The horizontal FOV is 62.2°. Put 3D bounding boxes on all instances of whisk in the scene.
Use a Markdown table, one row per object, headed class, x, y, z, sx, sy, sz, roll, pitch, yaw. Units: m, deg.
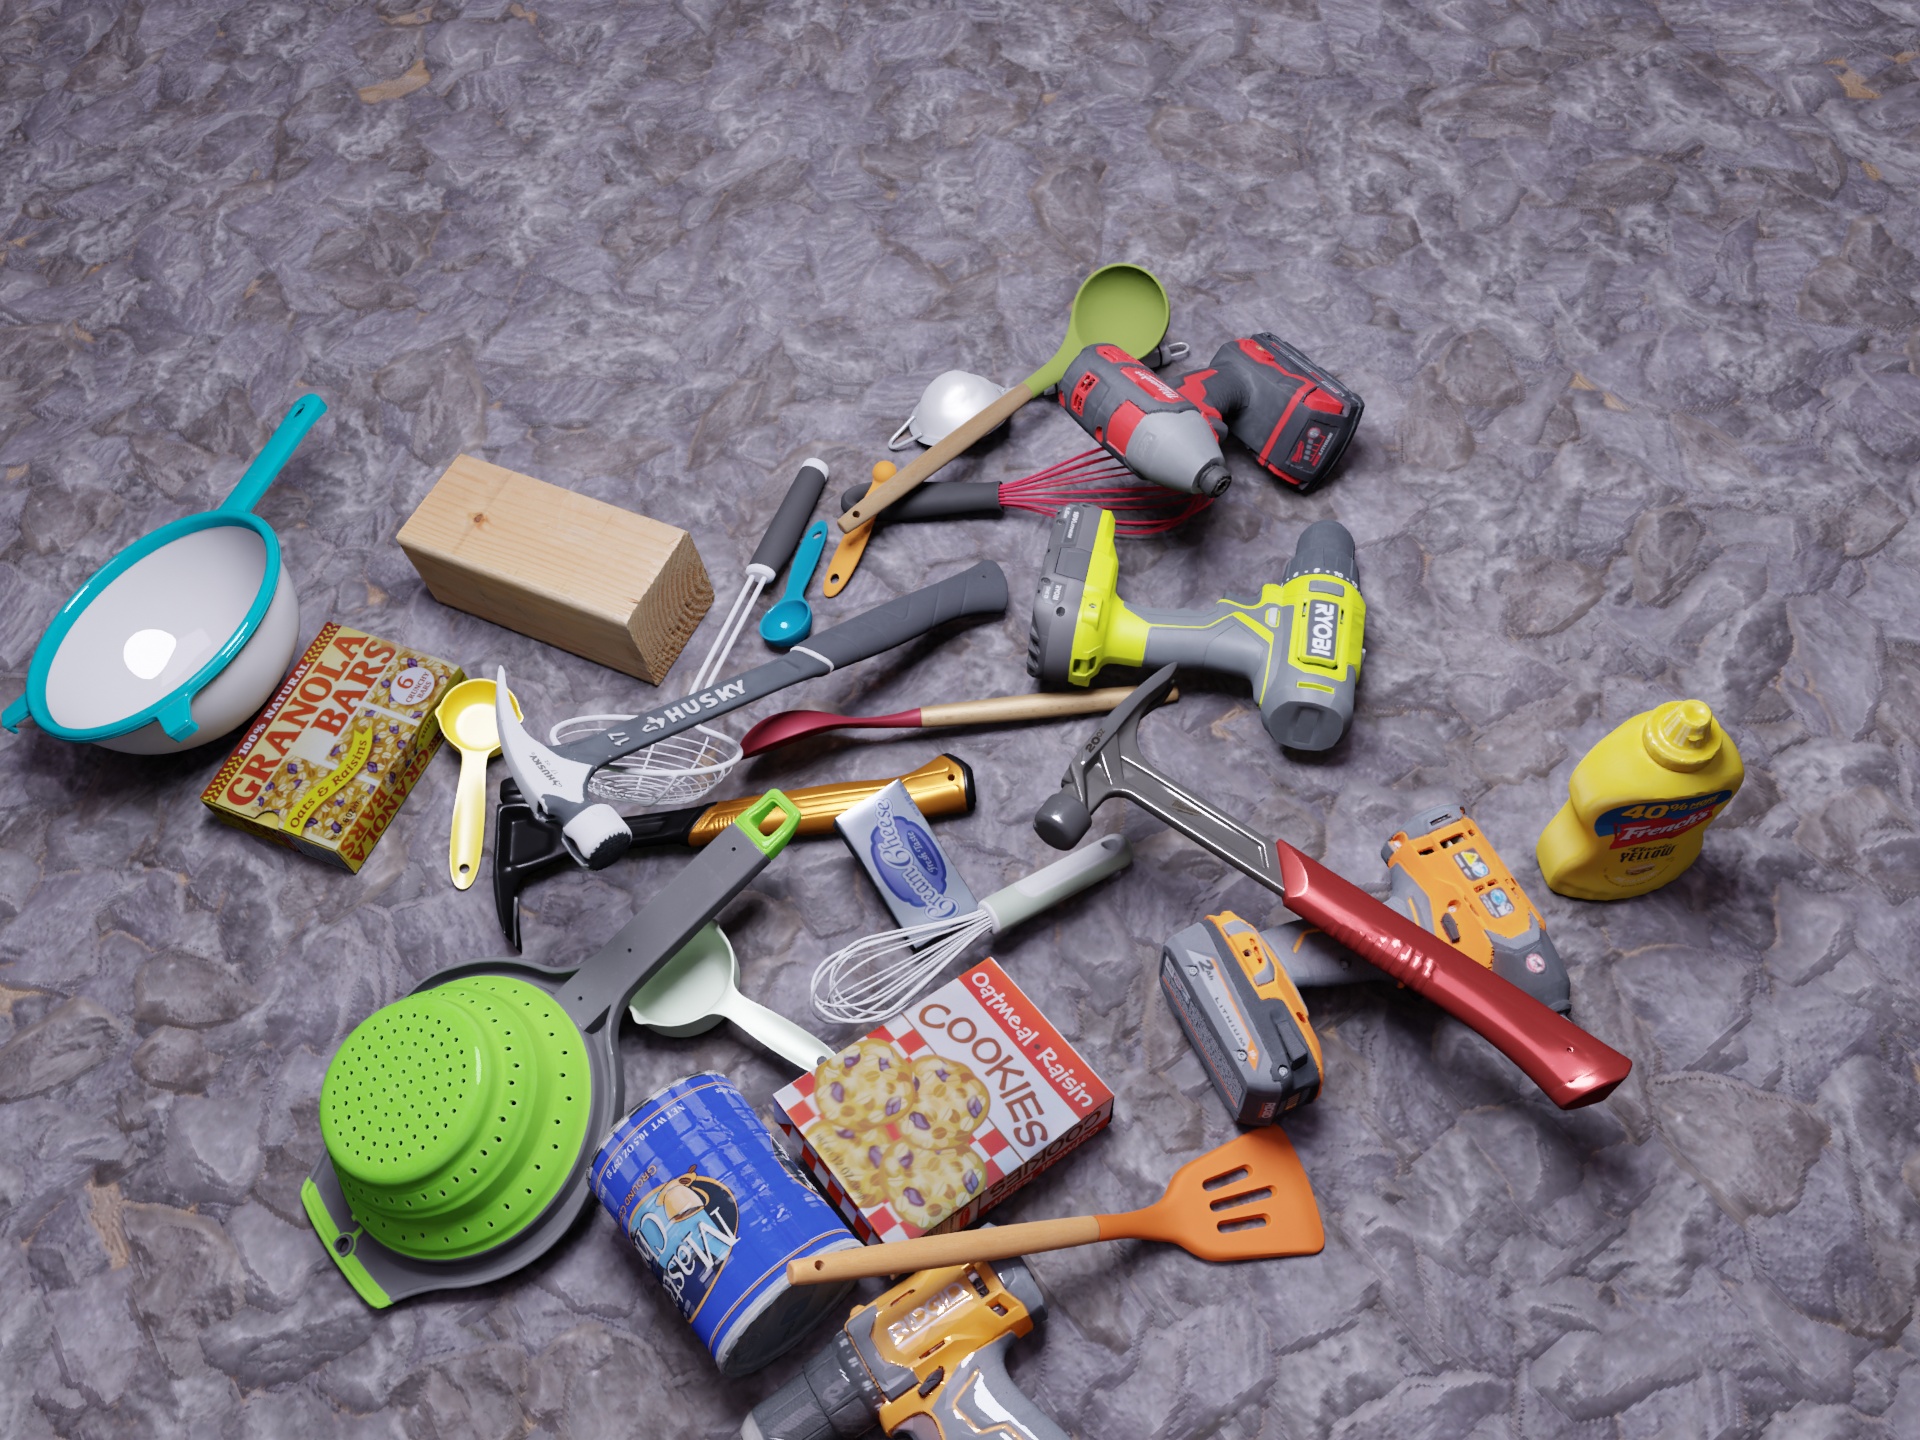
| class | x | y | z | sx | sy | sz | roll | pitch | yaw |
| --- | --- | --- | --- | --- | --- | --- | --- | --- | --- |
| whisk | 0.011 | 0.129 | 1.020 | 0.246 | 0.059 | 0.058 | -25 | 41 | -24 |
| whisk | 0.050 | -0.173 | 1.214 | 0.296 | 0.073 | 0.073 | -1 | 59 | 14 |

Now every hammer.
| class | x | y | z | sx | sy | sz | roll | pitch | yaw |
| --- | --- | --- | --- | --- | --- | --- | --- | --- | --- |
| hammer | 0.227 | 0.104 | 0.944 | 0.359 | 0.036 | 0.149 | 33 | 60 | 19 |
| hammer | -0.120 | -0.036 | 1.071 | 0.409 | 0.036 | 0.149 | -26 | 61 | -37 |
| hammer | -0.156 | 0.075 | 1.099 | 0.337 | 0.034 | 0.127 | -8 | 58 | 2 |

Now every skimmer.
| class | x | y | z | sx | sy | sz | roll | pitch | yaw |
| --- | --- | --- | --- | --- | --- | --- | --- | --- | --- |
| skimmer | -0.170 | -0.081 | 1.140 | 0.127 | 0.090 | 0.363 | 12 | 54 | 13 |

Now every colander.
| class | x | y | z | sx | sy | sz | roll | pitch | yaw |
| --- | --- | --- | --- | --- | --- | --- | --- | --- | --- |
| colander | -0.259 | 0.176 | 0.978 | 0.397 | 0.094 | 0.205 | -45 | 62 | -8 |

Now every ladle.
| class | x | y | z | sx | sy | sz | roll | pitch | yaw |
| --- | --- | --- | --- | --- | --- | --- | --- | --- | --- |
| ladle | 0.033 | -0.244 | 1.218 | 0.320 | 0.062 | 0.078 | -39 | 82 | -15 |
| ladle | -0.002 | -0.004 | 1.122 | 0.315 | 0.069 | 0.031 | -6 | 87 | -3 |

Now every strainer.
| class | x | y | z | sx | sy | sz | roll | pitch | yaw |
| --- | --- | --- | --- | --- | --- | --- | --- | --- | --- |
| strainer | 0.062 | -0.273 | 1.282 | 0.258 | 0.050 | 0.087 | -16 | 44 | -7 |
| strainer | -0.553 | -0.101 | 1.214 | 0.211 | 0.095 | 0.341 | 2 | 54 | 26 |

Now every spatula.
| class | x | y | z | sx | sy | sz | roll | pitch | yaw |
| --- | --- | --- | --- | --- | --- | --- | --- | --- | --- |
| spatula | 0.058 | 0.285 | 0.893 | 0.322 | 0.041 | 0.081 | 1 | 54 | -27 |

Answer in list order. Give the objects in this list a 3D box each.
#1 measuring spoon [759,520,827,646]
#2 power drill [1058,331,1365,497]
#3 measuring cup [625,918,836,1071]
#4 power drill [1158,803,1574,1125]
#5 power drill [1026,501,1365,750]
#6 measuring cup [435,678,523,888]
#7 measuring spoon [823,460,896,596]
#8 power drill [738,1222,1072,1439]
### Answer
| class | x | y | z | sx | sy | sz | roll | pitch | yaw |
| --- | --- | --- | --- | --- | --- | --- | --- | --- | --- |
| measuring spoon | -0.119 | -0.102 | 1.215 | 0.042 | 0.021 | 0.129 | -6 | 48 | 24 |
| power drill | 0.186 | -0.216 | 1.146 | 0.219 | 0.078 | 0.143 | -15 | 51 | -44 |
| measuring cup | -0.144 | 0.190 | 1.027 | 0.168 | 0.038 | 0.083 | 27 | 66 | 19 |
| power drill | 0.255 | 0.160 | 0.974 | 0.226 | 0.084 | 0.164 | -22 | 59 | -11 |
| power drill | 0.172 | -0.083 | 1.125 | 0.228 | 0.080 | 0.191 | 11 | 52 | 6 |
| measuring cup | -0.351 | 0.047 | 1.147 | 0.062 | 0.029 | 0.157 | 4 | 71 | -11 |
| measuring spoon | -0.079 | -0.148 | 1.218 | 0.021 | 0.011 | 0.117 | 20 | 81 | 25 |
| power drill | 0.001 | 0.412 | 0.852 | 0.185 | 0.084 | 0.226 | -31 | 56 | -12 |
